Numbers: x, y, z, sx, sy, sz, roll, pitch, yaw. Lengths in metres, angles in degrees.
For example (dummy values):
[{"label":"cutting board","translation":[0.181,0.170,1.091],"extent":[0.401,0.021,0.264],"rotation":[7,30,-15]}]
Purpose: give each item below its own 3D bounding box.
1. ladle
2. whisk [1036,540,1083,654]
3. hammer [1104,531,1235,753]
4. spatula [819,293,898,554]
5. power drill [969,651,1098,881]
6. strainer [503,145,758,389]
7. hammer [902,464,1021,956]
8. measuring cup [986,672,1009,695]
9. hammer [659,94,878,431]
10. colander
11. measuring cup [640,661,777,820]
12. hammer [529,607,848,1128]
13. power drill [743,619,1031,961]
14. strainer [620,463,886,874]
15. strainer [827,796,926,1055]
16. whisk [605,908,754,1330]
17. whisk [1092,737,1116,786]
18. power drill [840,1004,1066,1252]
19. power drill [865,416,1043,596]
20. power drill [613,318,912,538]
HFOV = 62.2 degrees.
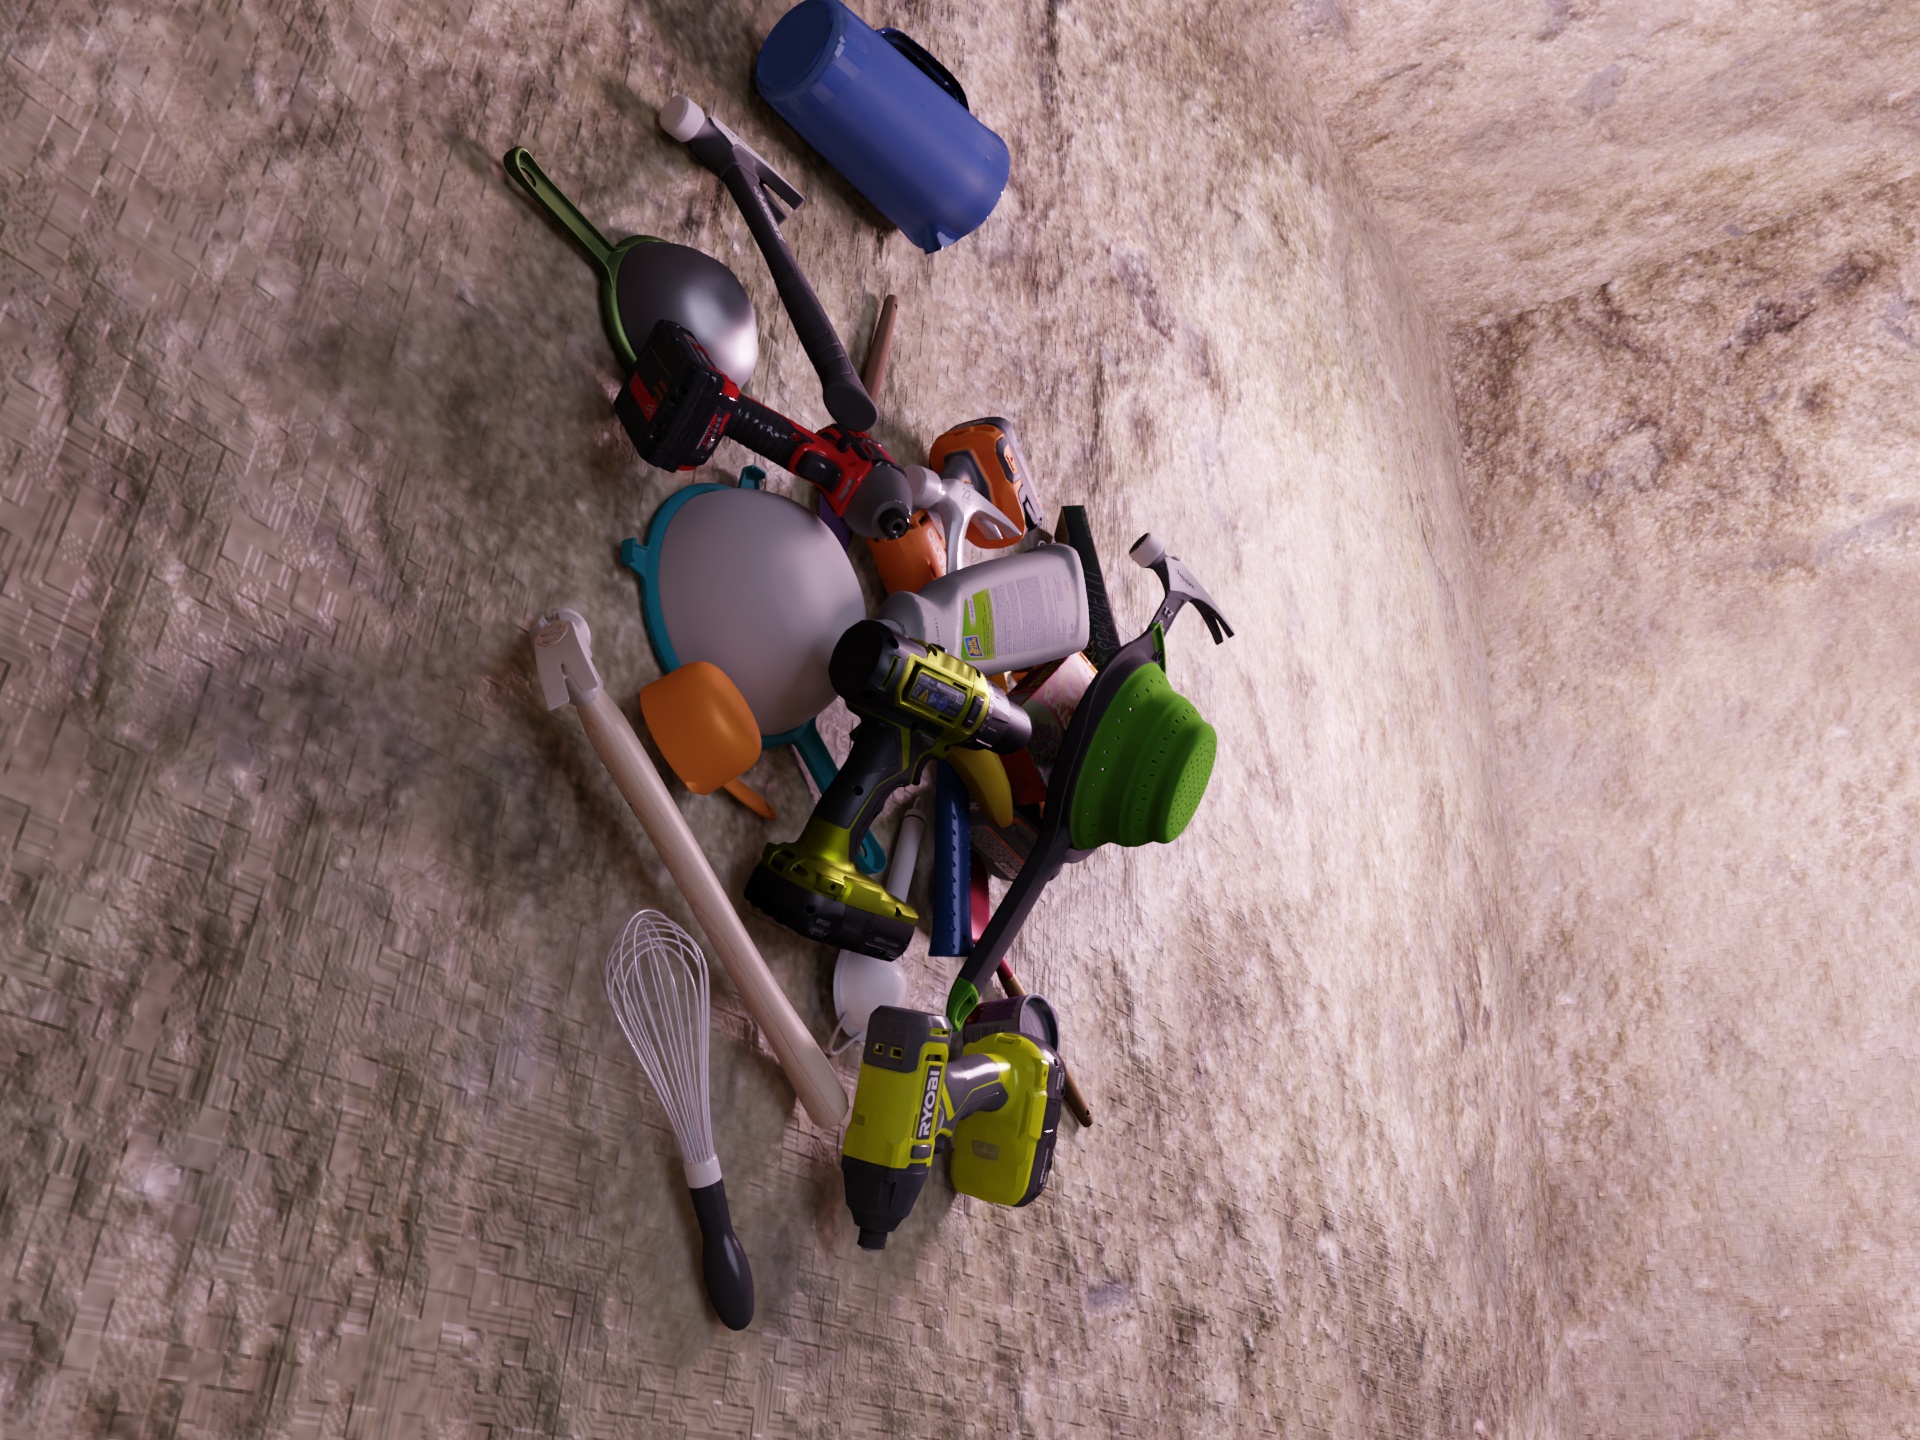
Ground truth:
[{"label":"ladle","translation":[0.054,0.248,1.429],"extent":[0.069,0.031,0.315],"rotation":[-51,122,-44]},{"label":"whisk","translation":[0.109,-0.075,1.606],"extent":[0.059,0.058,0.247],"rotation":[34,40,-58]},{"label":"hammer","translation":[0.171,-0.025,1.657],"extent":[0.149,0.036,0.409],"rotation":[42,51,-12]},{"label":"spatula","translation":[-0.088,-0.278,1.438],"extent":[0.059,0.018,0.316],"rotation":[54,36,-45]},{"label":"power drill","translation":[0.055,0.010,1.447],"extent":[0.185,0.084,0.226],"rotation":[46,52,-39]},{"label":"strainer","translation":[-0.228,-0.337,1.188],"extent":[0.256,0.069,0.152],"rotation":[44,42,-43]},{"label":"hammer","translation":[-0.002,-0.004,1.348],"extent":[0.144,0.035,0.406],"rotation":[12,75,-53]},{"label":"measuring cup","translation":[0.036,-0.054,1.535],"extent":[0.062,0.029,0.156],"rotation":[67,29,-13]},{"label":"hammer","translation":[-0.136,-0.354,1.264],"extent":[0.146,0.035,0.335],"rotation":[24,34,-54]},{"label":"colander","translation":[0.118,0.104,1.339],"extent":[0.397,0.094,0.204],"rotation":[-57,155,-23]},{"label":"measuring cup","translation":[-0.159,0.022,1.139],"extent":[0.173,0.052,0.095],"rotation":[47,15,-51]},{"label":"hammer","translation":[-0.170,0.119,1.058],"extent":[0.410,0.038,0.146],"rotation":[64,-7,-24]},{"label":"power drill","translation":[-0.047,0.056,1.184],"extent":[0.190,0.080,0.228],"rotation":[26,89,-45]},{"label":"strainer","translation":[-0.110,-0.035,1.222],"extent":[0.340,0.095,0.211],"rotation":[64,32,-15]},{"label":"strainer","translation":[-0.056,0.157,1.282],"extent":[0.259,0.050,0.086],"rotation":[-77,148,-44]},{"label":"whisk","translation":[-0.175,0.261,1.031],"extent":[0.070,0.070,0.284],"rotation":[-19,98,-59]},{"label":"whisk","translation":[0.149,0.001,1.678],"extent":[0.055,0.055,0.239],"rotation":[10,64,-57]},{"label":"power drill","translation":[-0.009,0.312,1.218],"extent":[0.223,0.080,0.171],"rotation":[22,76,-57]},{"label":"power drill","translation":[-0.004,-0.170,1.469],"extent":[0.226,0.084,0.164],"rotation":[-53,128,-49]},{"label":"power drill","translation":[-0.134,-0.201,1.175],"extent":[0.219,0.078,0.143],"rotation":[21,21,-35]}]
